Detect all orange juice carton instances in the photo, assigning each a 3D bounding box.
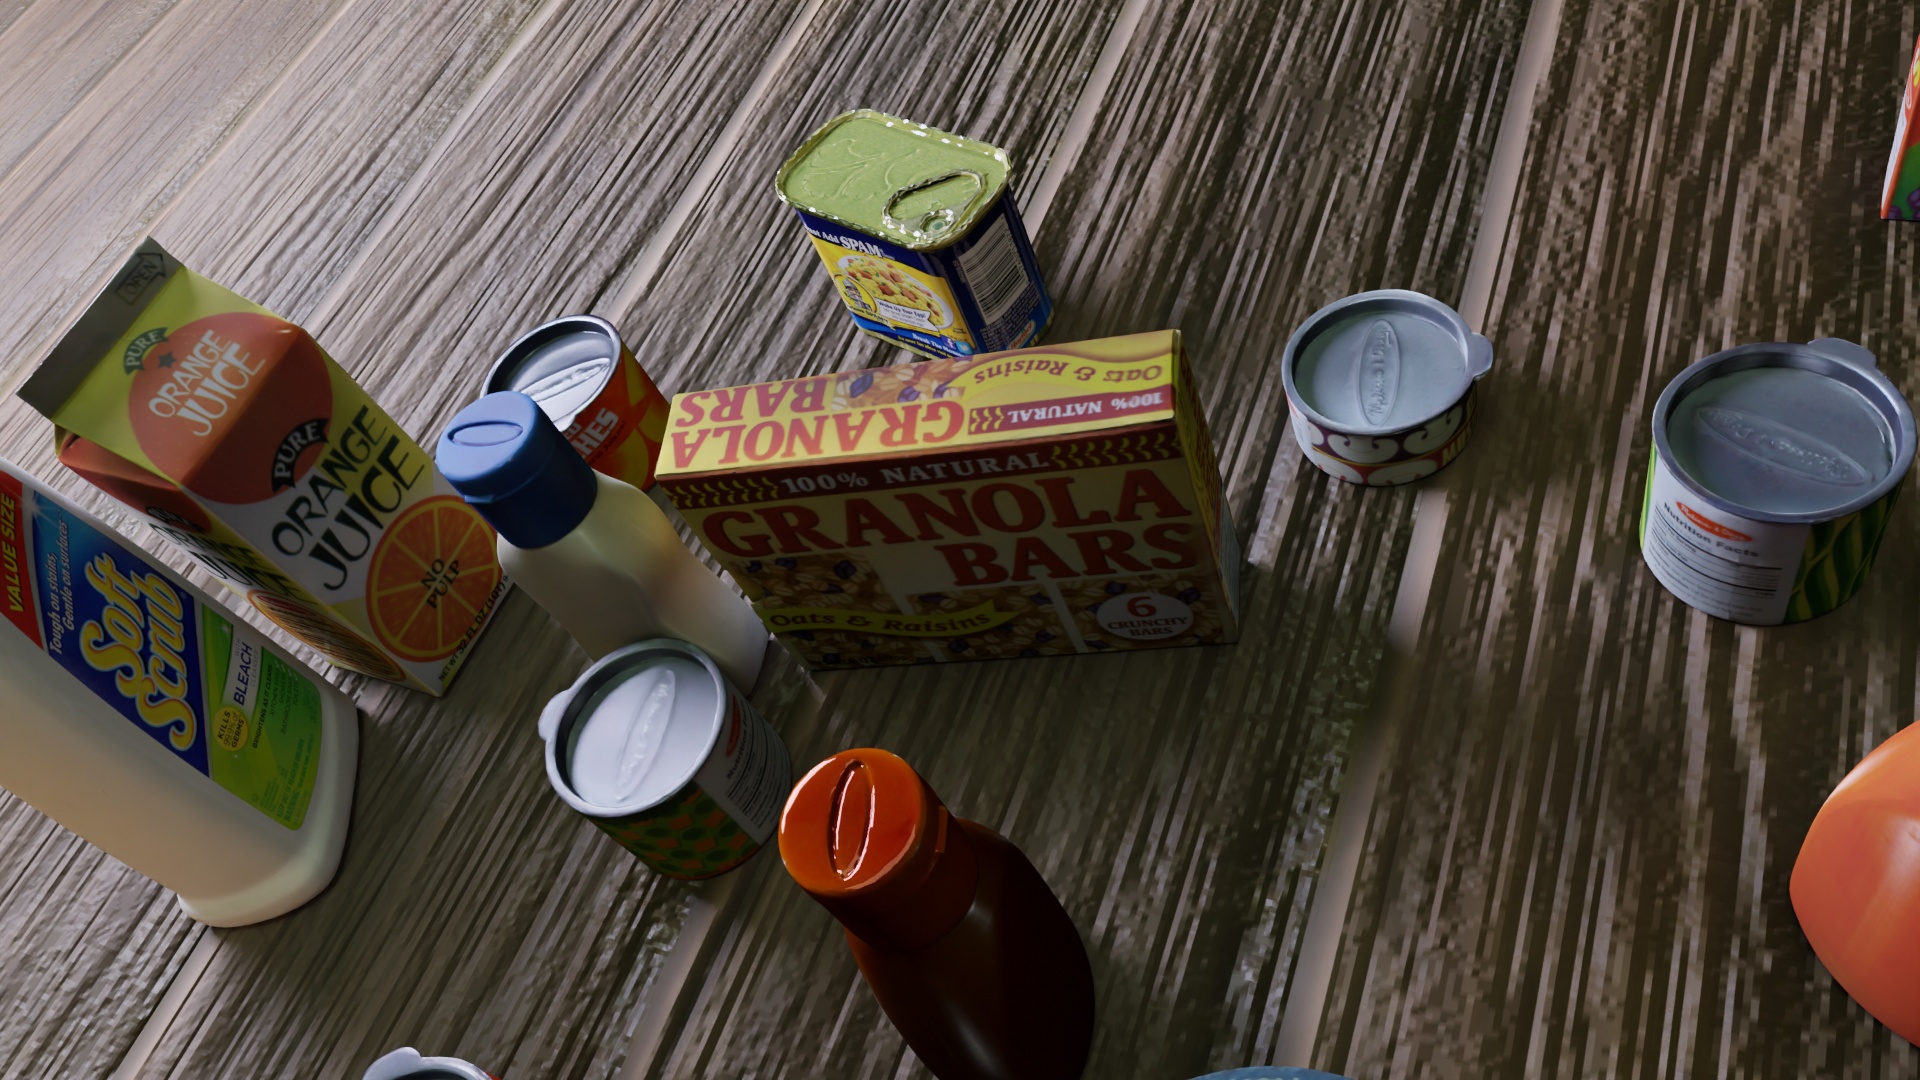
[{"bbox_3d":[-0.258,-0.022,0.528,0.073,0.192,0.072,10,60,27],"label":"orange juice carton"}]

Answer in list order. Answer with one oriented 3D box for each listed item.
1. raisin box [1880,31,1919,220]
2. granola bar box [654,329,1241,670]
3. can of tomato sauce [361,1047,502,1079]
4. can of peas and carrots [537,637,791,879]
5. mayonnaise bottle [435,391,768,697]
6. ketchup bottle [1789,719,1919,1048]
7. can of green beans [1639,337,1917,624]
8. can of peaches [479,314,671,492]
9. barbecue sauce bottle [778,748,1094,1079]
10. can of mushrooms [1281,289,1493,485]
[{"bbox_3d":[0.352,-0.155,0.437,0.086,0.123,0.040,12,61,28],"label":"raisin box"},{"bbox_3d":[0.002,-0.006,0.461,0.165,0.123,0.039,-5,54,18],"label":"granola bar box"},{"bbox_3d":[-0.135,0.191,0.395,0.071,0.082,0.071,-10,53,14],"label":"can of tomato sauce"},{"bbox_3d":[-0.102,0.077,0.482,0.071,0.058,0.071,-10,53,14],"label":"can of peas and carrots"},{"bbox_3d":[-0.123,0.008,0.483,0.065,0.147,0.041,0,56,21],"label":"mayonnaise bottle"},{"bbox_3d":[0.226,0.066,0.305,0.043,0.148,0.065,-32,51,-3],"label":"ketchup bottle"},{"bbox_3d":[0.243,-0.016,0.419,0.071,0.057,0.071,-10,53,14],"label":"can of green beans"},{"bbox_3d":[-0.163,-0.053,0.601,0.071,0.057,0.071,-10,53,14],"label":"can of peaches"},{"bbox_3d":[-0.002,0.103,0.366,0.043,0.148,0.065,-6,54,17],"label":"barbecue sauce bottle"},{"bbox_3d":[0.153,-0.054,0.497,0.071,0.033,0.071,-10,52,14],"label":"can of mushrooms"}]
